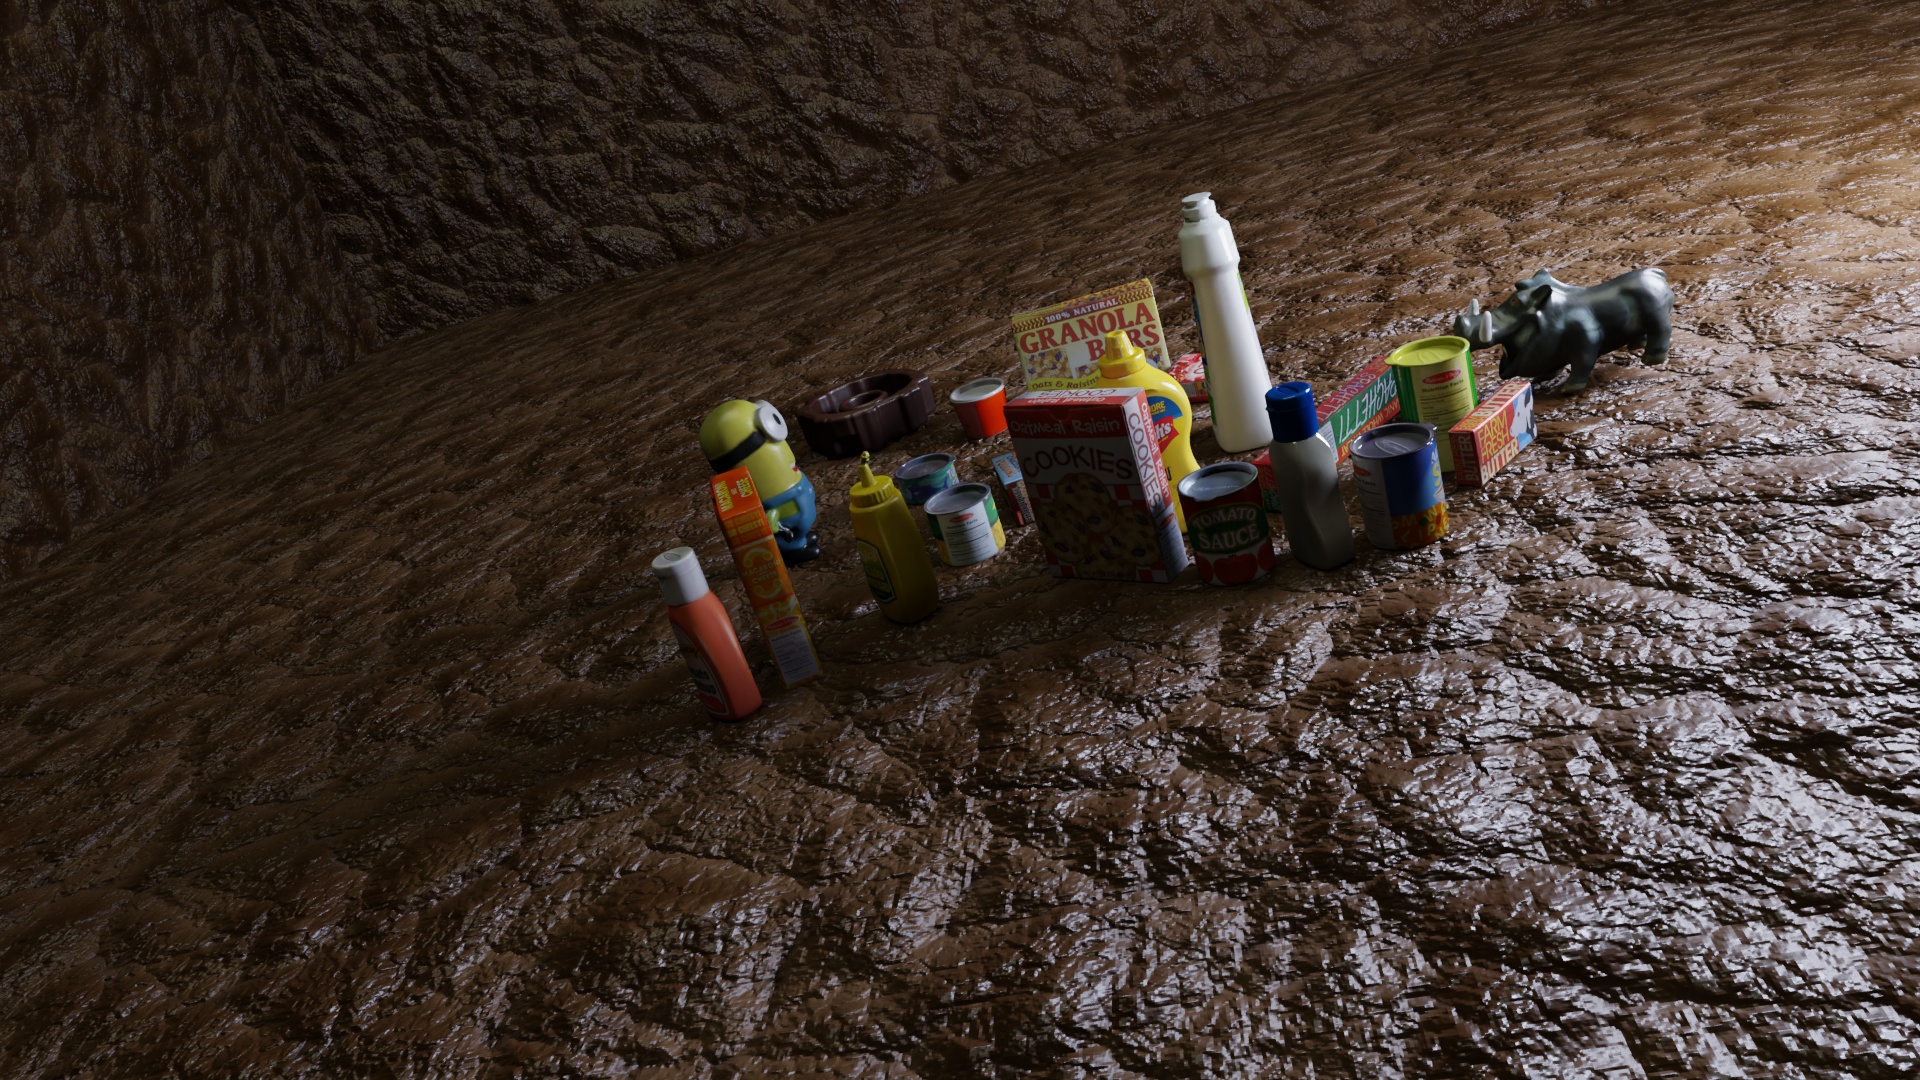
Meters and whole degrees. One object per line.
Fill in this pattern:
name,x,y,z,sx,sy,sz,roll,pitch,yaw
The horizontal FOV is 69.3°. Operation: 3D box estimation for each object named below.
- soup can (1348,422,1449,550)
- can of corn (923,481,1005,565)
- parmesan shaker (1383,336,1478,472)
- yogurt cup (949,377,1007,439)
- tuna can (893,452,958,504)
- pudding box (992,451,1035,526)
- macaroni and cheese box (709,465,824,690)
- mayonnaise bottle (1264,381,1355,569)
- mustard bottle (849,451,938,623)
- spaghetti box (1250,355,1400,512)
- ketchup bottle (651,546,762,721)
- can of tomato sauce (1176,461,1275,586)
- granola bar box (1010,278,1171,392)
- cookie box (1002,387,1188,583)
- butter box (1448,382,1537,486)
soup can,0.355,-0.044,1.114,0.071,0.083,0.071,-15,23,7
can of corn,0.005,-0.017,1.337,0.071,0.058,0.071,-15,23,6
parmesan shaker,0.415,-0.118,1.214,0.071,0.102,0.071,-15,23,7
yogurt cup,0.026,-0.155,1.643,0.072,0.053,0.073,-15,23,6
tuna can,-0.034,-0.068,1.515,0.071,0.032,0.071,-15,23,6
pudding box,0.057,-0.053,1.393,0.030,0.049,0.084,-18,23,-1
macaroni and cheese box,-0.171,0.031,1.215,0.040,0.165,0.124,-21,23,-7
mayonnaise bottle,0.275,-0.052,1.107,0.041,0.147,0.065,-23,23,-12
mustard bottle,-0.067,-0.005,1.230,0.049,0.159,0.065,-30,25,-28
spaghetti box,0.351,-0.104,1.296,0.028,0.050,0.251,6,32,45
ketchup bottle,-0.214,0.077,1.163,0.044,0.148,0.065,-31,26,-30
can of tomato sauce,0.219,-0.013,1.141,0.071,0.082,0.071,-15,23,7
granola bar box,0.153,-0.220,1.610,0.165,0.123,0.039,-14,23,9
cookie box,0.115,-0.046,1.184,0.123,0.166,0.040,2,30,39
butter box,0.457,-0.092,1.188,0.104,0.053,0.024,-33,27,-33
